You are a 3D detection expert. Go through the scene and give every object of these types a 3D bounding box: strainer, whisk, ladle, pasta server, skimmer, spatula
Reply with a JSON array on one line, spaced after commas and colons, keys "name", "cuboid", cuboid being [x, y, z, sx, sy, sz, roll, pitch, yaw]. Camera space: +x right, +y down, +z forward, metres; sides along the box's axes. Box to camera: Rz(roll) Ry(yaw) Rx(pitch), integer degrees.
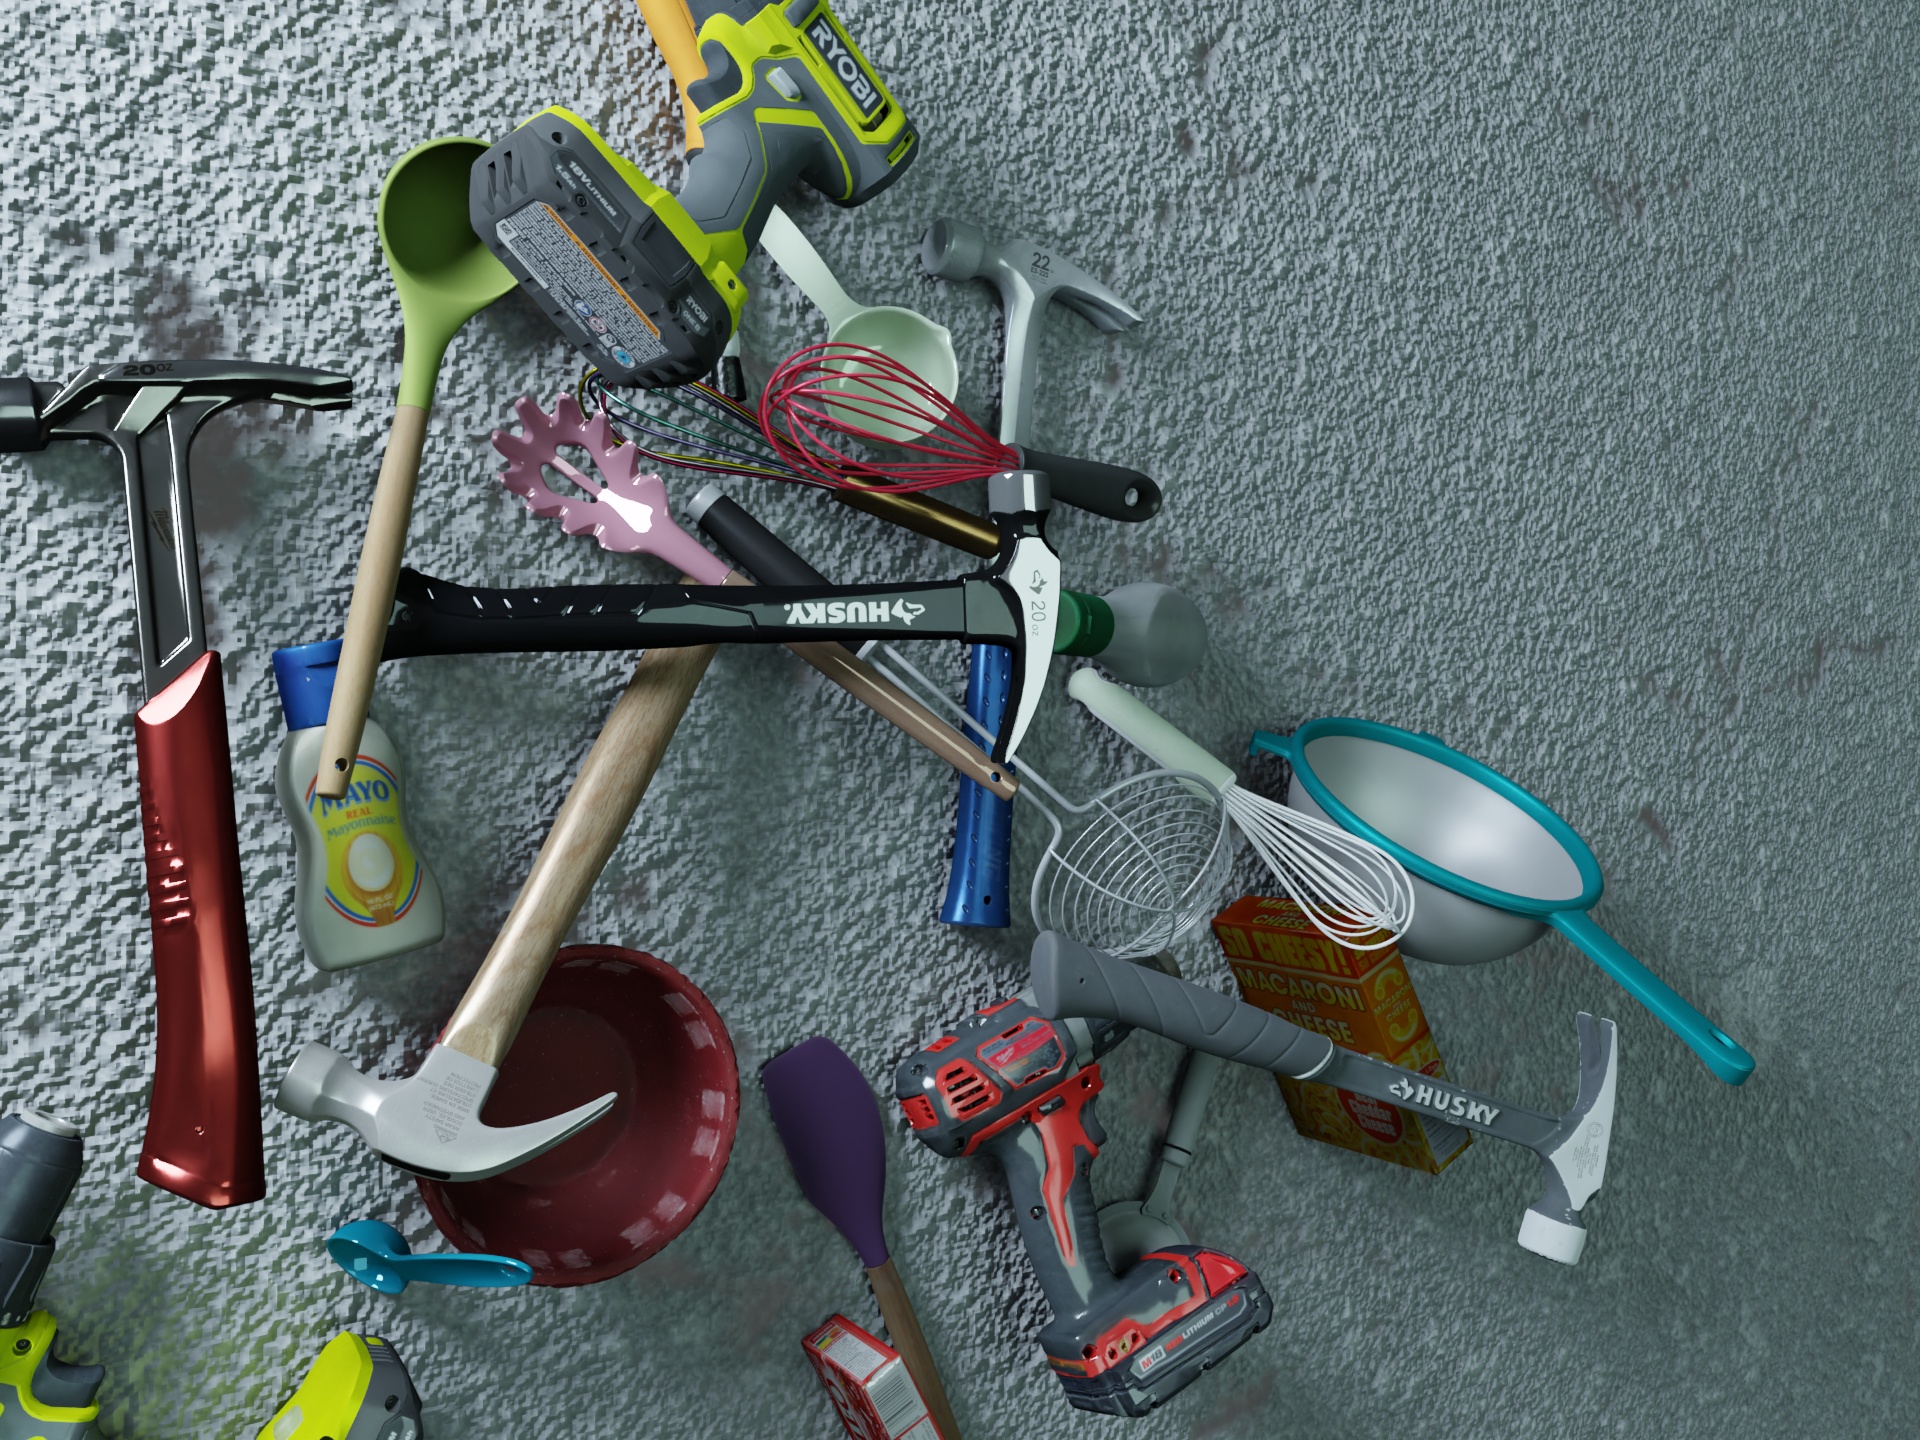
[{"name": "strainer", "cuboid": [0.130, 0.277, 0.985, 0.086, 0.050, 0.258, 25, 71, -13]}, {"name": "whisk", "cuboid": [-0.086, -0.134, 0.853, 0.244, 0.051, 0.047, 19, 101, -23]}, {"name": "whisk", "cuboid": [0.161, 0.047, 0.941, 0.246, 0.057, 0.059, 39, 100, 16]}, {"name": "whisk", "cuboid": [0.013, -0.144, 0.863, 0.295, 0.073, 0.073, 7, 84, -44]}, {"name": "ladle", "cuboid": [-0.252, -0.121, 0.728, 0.078, 0.062, 0.320, 18, 70, -34]}, {"name": "strainer", "cuboid": [0.326, 0.126, 0.984, 0.211, 0.341, 0.095, 1, 123, -38]}, {"name": "pasta server", "cuboid": [-0.098, -0.055, 0.809, 0.316, 0.040, 0.060, 36, 84, -5]}, {"name": "skimmer", "cuboid": [-0.001, -0.003, 0.881, 0.363, 0.090, 0.127, 41, 98, -2]}, {"name": "spatula", "cuboid": [-0.036, 0.324, 0.892, 0.060, 0.018, 0.316, -24, 100, -31]}]

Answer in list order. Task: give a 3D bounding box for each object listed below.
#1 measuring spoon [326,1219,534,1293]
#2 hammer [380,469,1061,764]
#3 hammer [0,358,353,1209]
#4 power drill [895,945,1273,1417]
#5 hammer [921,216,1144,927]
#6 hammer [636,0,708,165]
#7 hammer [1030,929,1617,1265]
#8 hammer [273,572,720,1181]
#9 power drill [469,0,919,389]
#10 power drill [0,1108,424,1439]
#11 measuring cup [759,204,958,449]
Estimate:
[{"name": "measuring spoon", "cuboid": [-0.235, 0.240, 0.718, 0.042, 0.128, 0.021, 62, 36, -27]}, {"name": "hammer", "cuboid": [-0.115, -0.046, 0.777, 0.334, 0.035, 0.146, -2, 90, -11]}, {"name": "hammer", "cuboid": [-0.317, 0.020, 0.671, 0.149, 0.036, 0.359, -6, 79, -22]}, {"name": "power drill", "cuboid": [0.087, 0.253, 0.911, 0.188, 0.080, 0.227, -24, 83, -27]}, {"name": "hammer", "cuboid": [0.030, -0.082, 0.939, 0.144, 0.035, 0.405, 8, 84, -31]}, {"name": "hammer", "cuboid": [-0.177, -0.447, 0.828, 0.127, 0.034, 0.336, -30, 104, -28]}, {"name": "hammer", "cuboid": [0.218, 0.193, 0.907, 0.408, 0.036, 0.149, 22, 84, -21]}, {"name": "hammer", "cuboid": [-0.179, 0.060, 0.760, 0.130, 0.031, 0.331, 26, 59, -7]}, {"name": "power drill", "cuboid": [-0.129, -0.287, 0.780, 0.171, 0.080, 0.223, 49, 56, -29]}, {"name": "power drill", "cuboid": [-0.352, 0.287, 0.667, 0.228, 0.080, 0.191, 31, 73, -24]}, {"name": "measuring cup", "cuboid": [-0.069, -0.224, 0.887, 0.083, 0.038, 0.167, -38, 90, -8]}]
